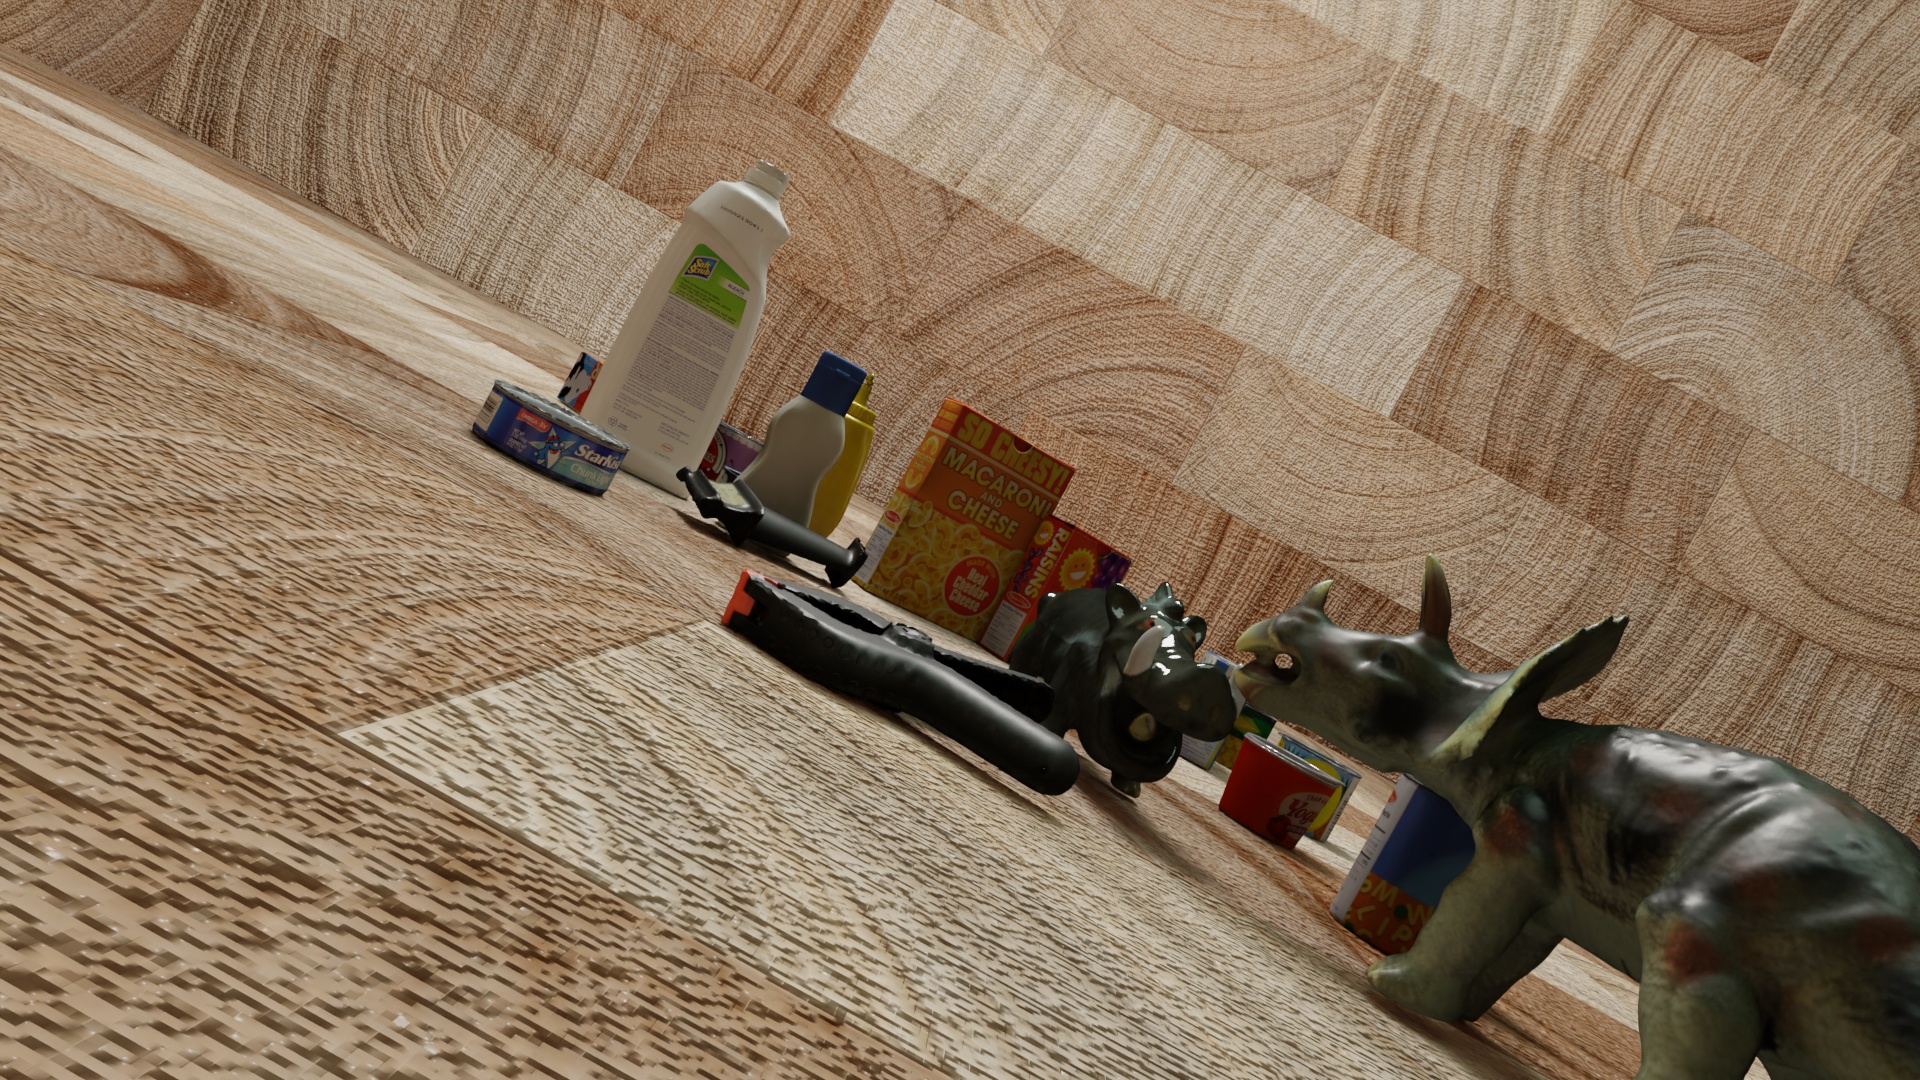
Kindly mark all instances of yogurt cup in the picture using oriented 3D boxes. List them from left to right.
[{"bbox_3d":[0.204,0.164,0.904,0.072,0.054,0.072,28,1,-1],"label":"yogurt cup"}]

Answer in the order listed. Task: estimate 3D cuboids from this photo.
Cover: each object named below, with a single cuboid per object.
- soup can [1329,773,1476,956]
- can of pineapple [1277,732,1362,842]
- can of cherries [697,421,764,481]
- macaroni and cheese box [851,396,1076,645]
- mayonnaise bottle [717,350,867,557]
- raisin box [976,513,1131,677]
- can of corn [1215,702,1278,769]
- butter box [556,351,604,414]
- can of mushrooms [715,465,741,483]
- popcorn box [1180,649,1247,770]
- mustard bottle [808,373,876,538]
[{"bbox_3d":[0.241,0.173,0.712,0.071,0.083,0.071,28,1,-1],"label":"soup can"},{"bbox_3d":[0.259,0.186,1.051,0.071,0.058,0.071,28,1,-1],"label":"can of pineapple"},{"bbox_3d":[-0.210,-0.071,1.257,0.071,0.058,0.071,28,1,-1],"label":"can of cherries"},{"bbox_3d":[0.004,-0.014,1.126,0.123,0.166,0.040,28,1,-31],"label":"macaroni and cheese box"},{"bbox_3d":[-0.117,-0.065,1.010,0.065,0.148,0.041,28,1,-13],"label":"mayonnaise bottle"},{"bbox_3d":[0.079,0.050,1.147,0.086,0.123,0.040,27,1,-44],"label":"raisin box"},{"bbox_3d":[0.242,0.171,1.257,0.071,0.058,0.071,28,1,-1],"label":"can of corn"},{"bbox_3d":[-0.333,-0.136,1.294,0.103,0.053,0.024,30,2,43],"label":"butter box"},{"bbox_3d":[-0.169,-0.031,1.117,0.071,0.033,0.071,28,1,-1],"label":"can of mushrooms"},{"bbox_3d":[0.207,0.140,1.163,0.038,0.085,0.126,28,1,6],"label":"popcorn box"},{"bbox_3d":[-0.114,-0.077,1.244,0.065,0.160,0.049,28,1,-24],"label":"mustard bottle"}]
